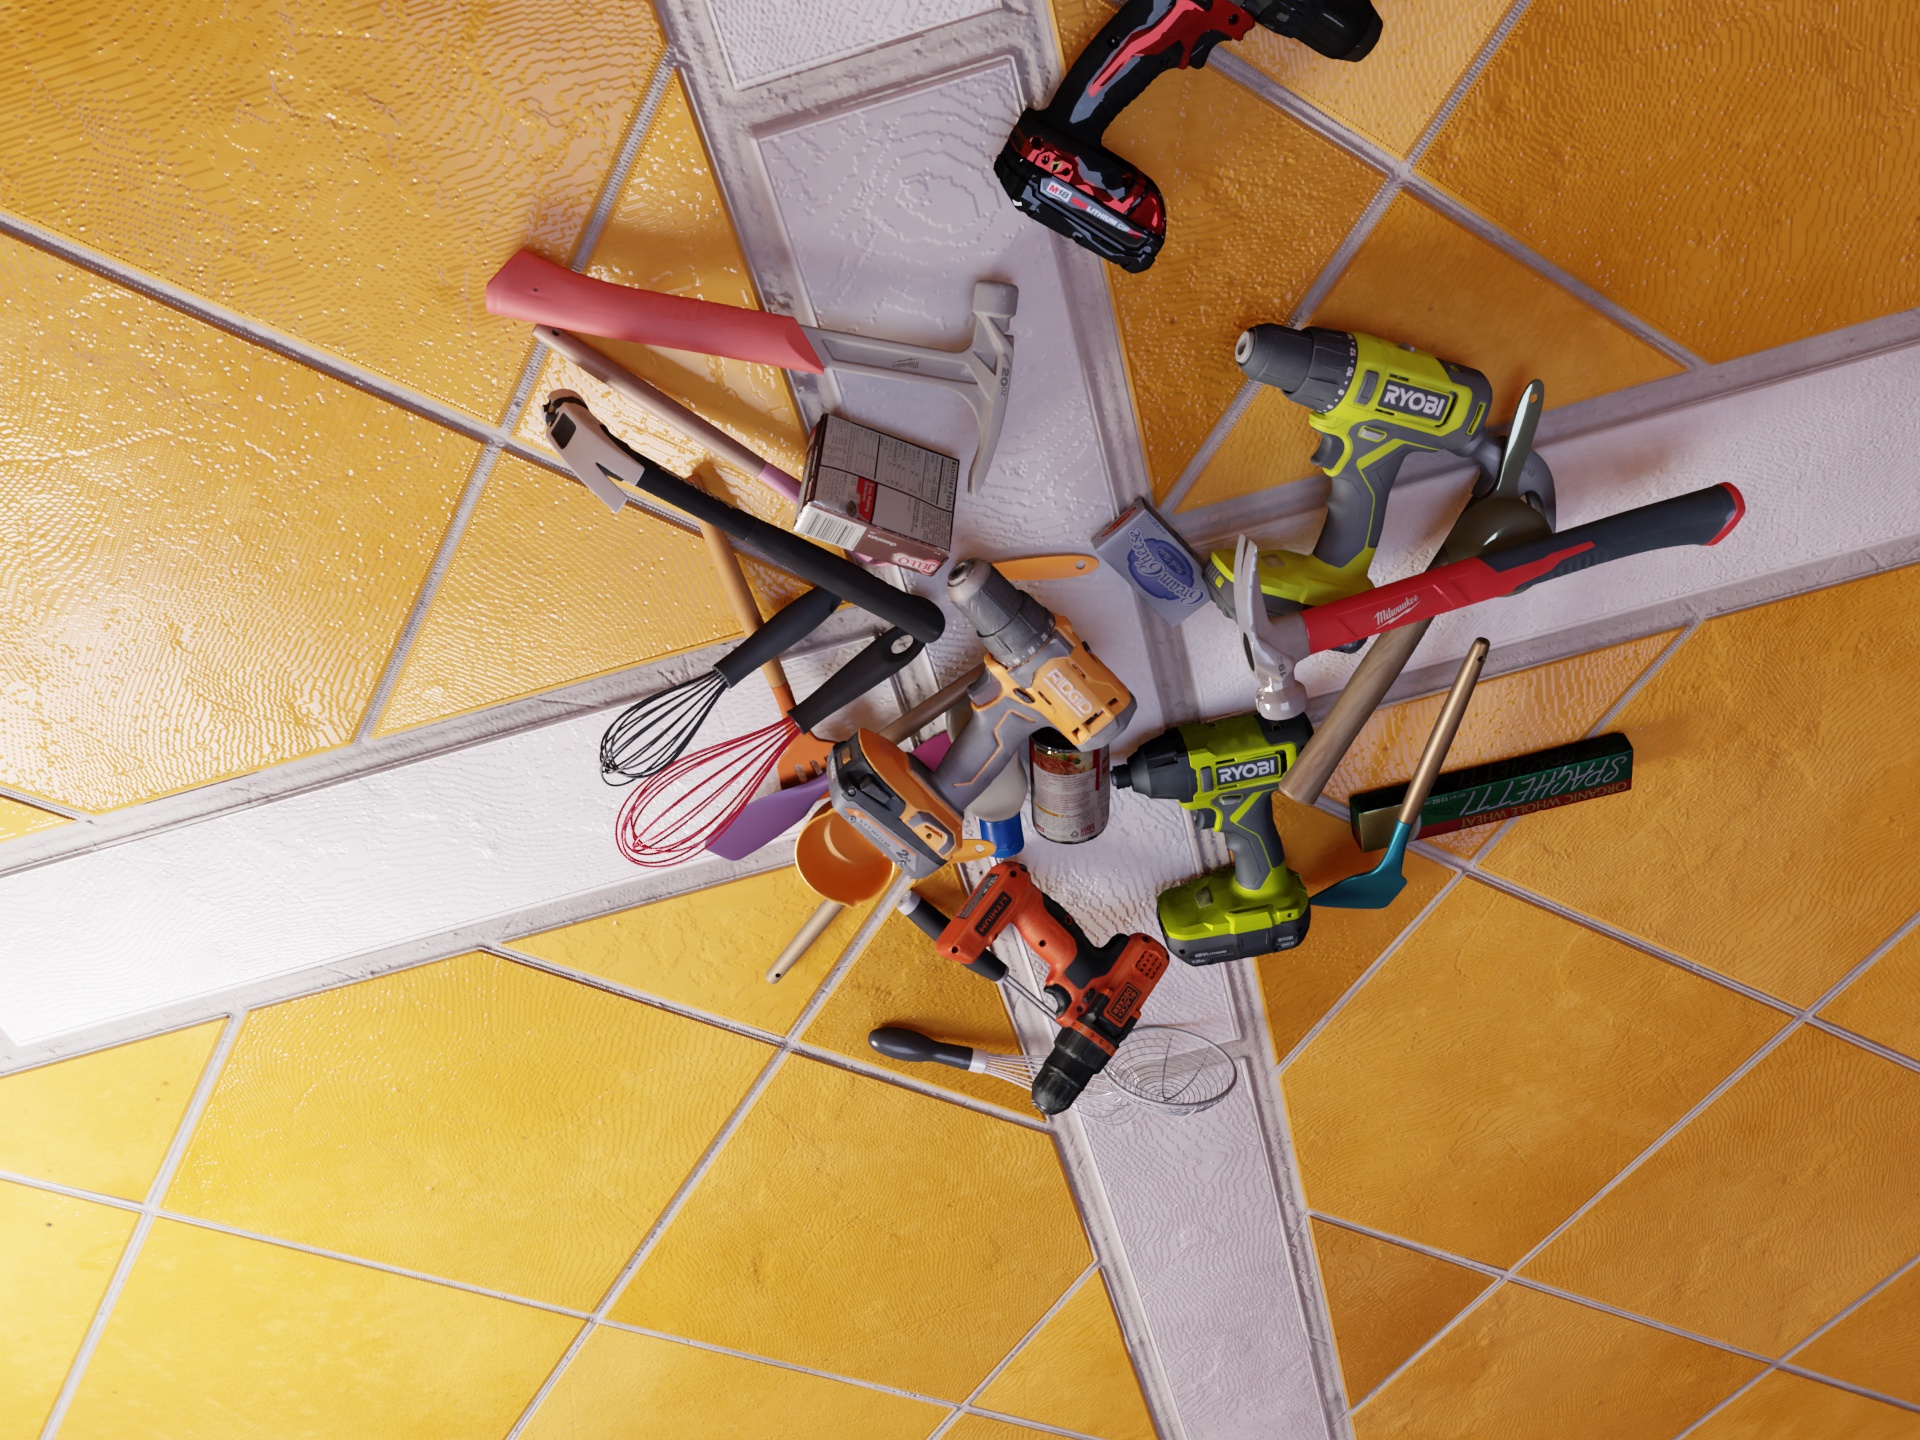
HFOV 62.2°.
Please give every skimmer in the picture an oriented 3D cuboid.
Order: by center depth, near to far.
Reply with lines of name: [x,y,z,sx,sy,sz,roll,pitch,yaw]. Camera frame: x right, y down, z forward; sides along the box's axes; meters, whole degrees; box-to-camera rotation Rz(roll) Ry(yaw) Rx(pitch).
skimmer: [0.102,0.251,1.476,0.363,0.127,0.090,40,106,-17]

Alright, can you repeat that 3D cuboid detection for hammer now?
hammer: [-0.143,-0.256,1.100,0.359,0.037,0.149,8,103,-9]
hammer: [-0.141,-0.132,1.150,0.334,0.146,0.035,26,104,-35]
hammer: [0.392,-0.122,1.175,0.386,0.038,0.143,-17,116,-3]
hammer: [0.359,-0.073,1.272,0.130,0.031,0.331,23,107,-22]

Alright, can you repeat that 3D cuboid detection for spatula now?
spatula: [-0.154,-0.054,1.268,0.081,0.041,0.322,-18,121,4]
spatula: [-0.088,0.032,1.309,0.316,0.018,0.059,-33,141,20]
spatula: [0.386,0.058,1.366,0.082,0.044,0.317,5,125,-12]

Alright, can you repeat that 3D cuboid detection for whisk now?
whisk: [-0.179,-0.031,1.211,0.239,0.055,0.055,-40,126,-17]
whisk: [-0.145,0.014,1.248,0.296,0.073,0.073,-38,124,-10]
whisk: [0.047,0.337,1.548,0.284,0.070,0.070,15,122,-11]

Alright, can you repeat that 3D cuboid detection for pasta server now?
pasta server: [-0.164,-0.200,1.154,0.316,0.060,0.040,31,147,-22]

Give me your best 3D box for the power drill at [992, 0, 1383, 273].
power drill: [0.144,-0.408,1.024,0.187,0.080,0.226,22,117,-21]

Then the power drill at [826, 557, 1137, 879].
power drill: [-0.002,-0.004,1.227,0.226,0.084,0.185,-39,117,12]

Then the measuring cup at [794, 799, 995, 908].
measuring cup: [-0.052,0.104,1.349,0.173,0.052,0.095,-5,111,13]

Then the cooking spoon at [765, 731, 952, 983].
cooking spoon: [-0.083,0.127,1.405,0.068,0.017,0.318,28,116,-24]

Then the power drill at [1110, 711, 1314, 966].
power drill: [0.225,0.101,1.392,0.171,0.080,0.223,-11,122,0]

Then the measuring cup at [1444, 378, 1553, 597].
measuring cup: [0.421,-0.171,1.199,0.083,0.038,0.167,0,117,-13]

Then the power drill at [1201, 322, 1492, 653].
power drill: [0.267,-0.178,1.187,0.190,0.080,0.228,11,114,-16]

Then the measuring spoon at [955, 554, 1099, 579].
measuring spoon: [0.052,-0.121,1.254,0.117,0.011,0.021,-4,126,-8]
